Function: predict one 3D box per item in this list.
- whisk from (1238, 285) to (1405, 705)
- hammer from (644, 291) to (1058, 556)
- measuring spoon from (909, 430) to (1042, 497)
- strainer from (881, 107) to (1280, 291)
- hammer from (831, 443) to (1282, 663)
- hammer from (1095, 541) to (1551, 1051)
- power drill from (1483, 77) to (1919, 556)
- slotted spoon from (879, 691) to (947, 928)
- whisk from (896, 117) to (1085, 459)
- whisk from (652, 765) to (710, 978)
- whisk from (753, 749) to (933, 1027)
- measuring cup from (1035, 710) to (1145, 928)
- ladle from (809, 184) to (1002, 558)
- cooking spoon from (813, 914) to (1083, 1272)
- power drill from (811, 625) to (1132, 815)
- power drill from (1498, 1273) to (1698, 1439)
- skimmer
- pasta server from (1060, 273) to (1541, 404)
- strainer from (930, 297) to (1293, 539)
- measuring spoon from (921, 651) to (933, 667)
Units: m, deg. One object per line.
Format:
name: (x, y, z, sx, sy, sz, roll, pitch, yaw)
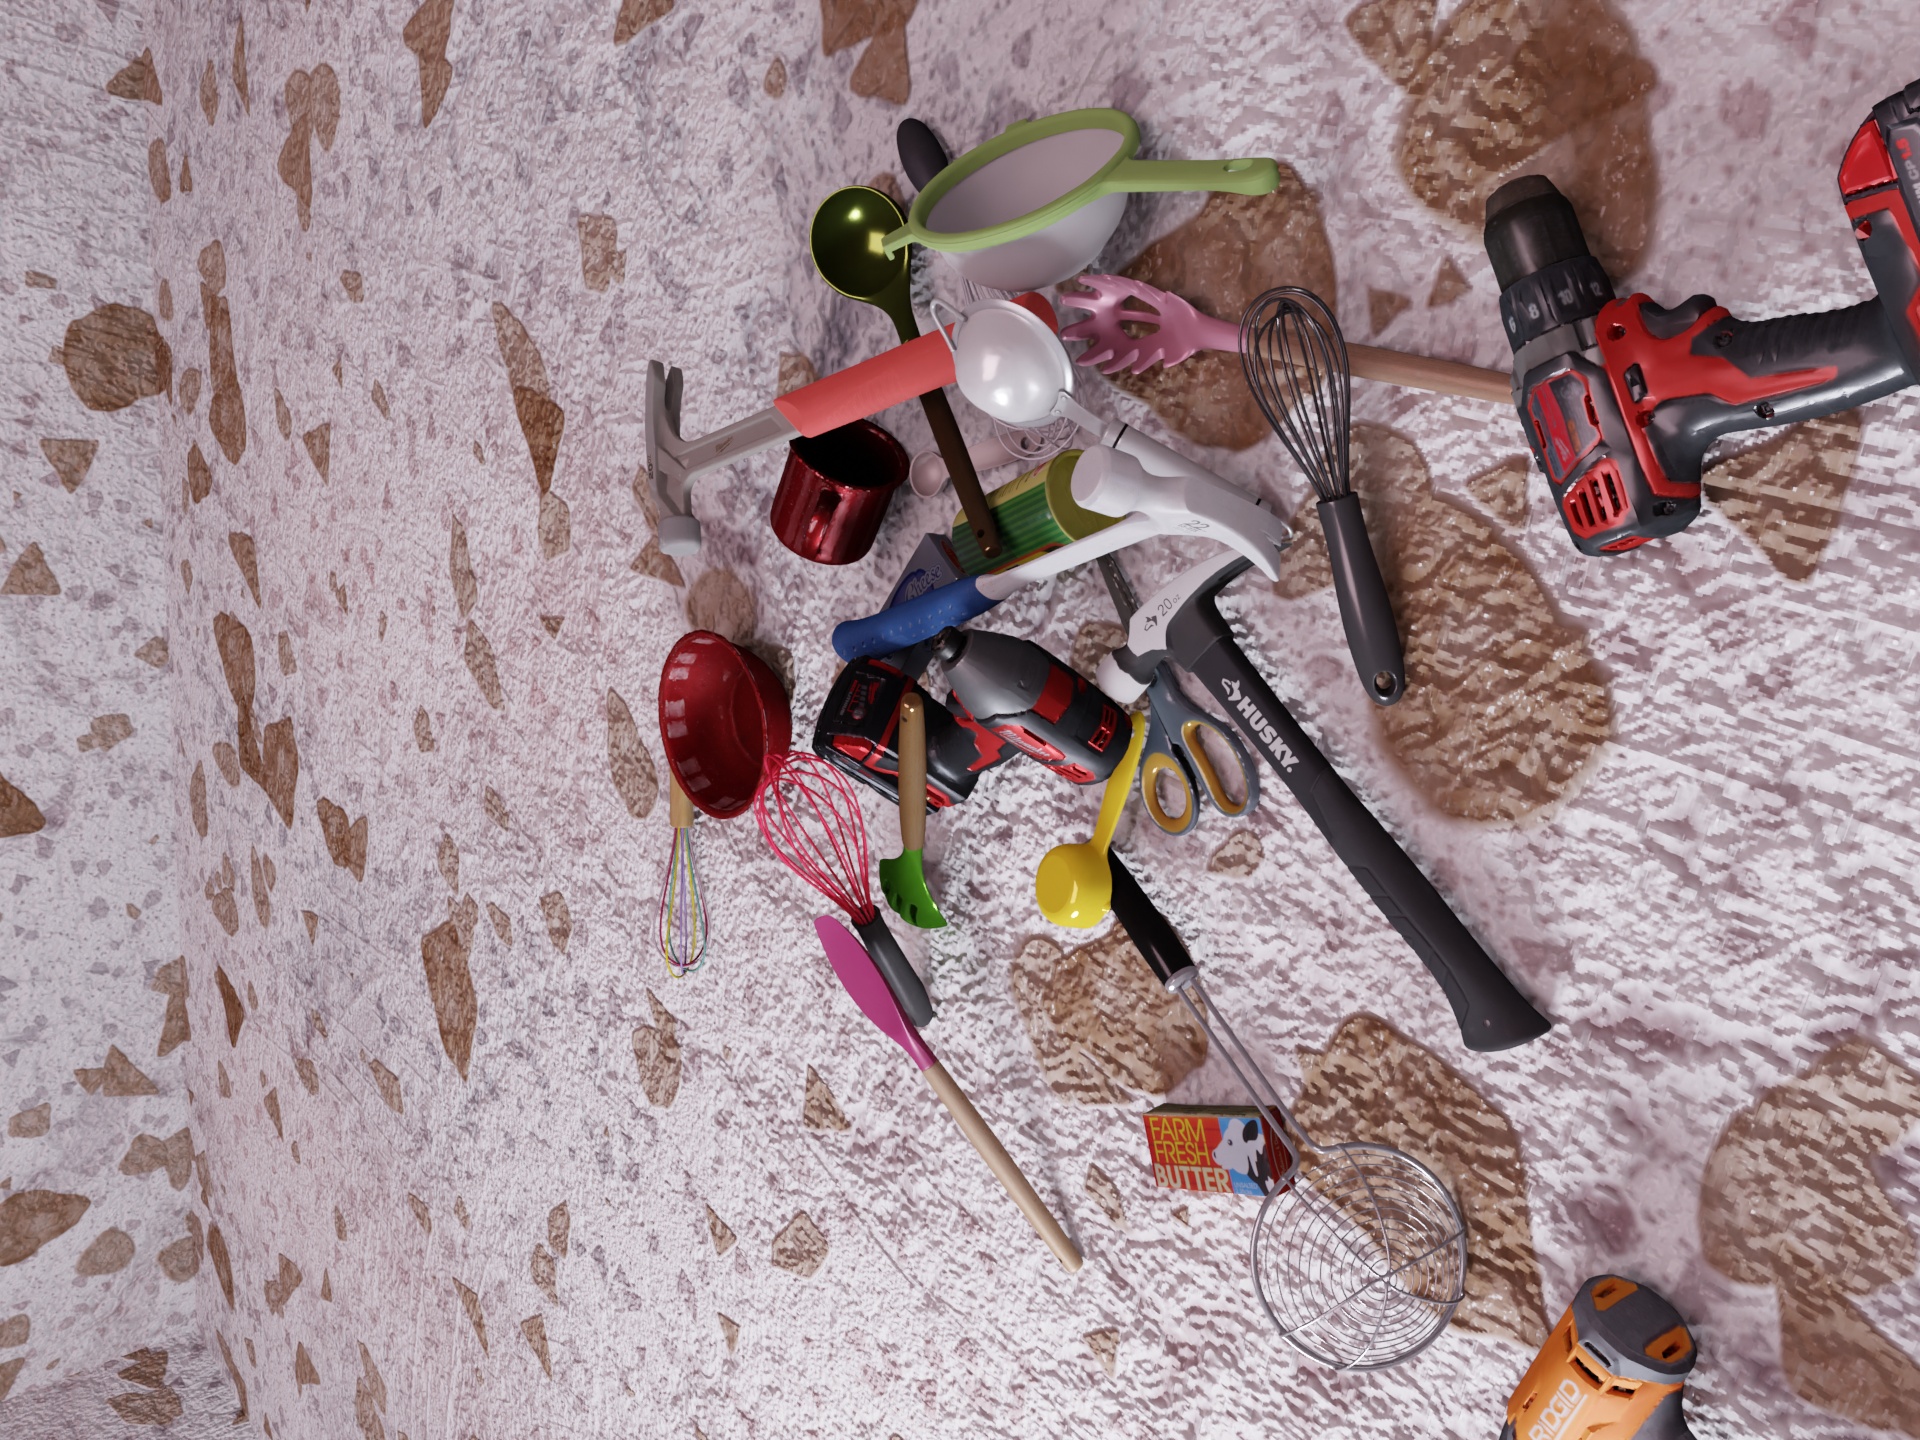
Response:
whisk: (0.203, -0.119, 0.871, 0.055, 0.055, 0.239, -6, 107, 49)
hammer: (-0.088, -0.225, 1.080, 0.359, 0.036, 0.149, -13, 77, 38)
measuring spoon: (0.013, -0.184, 1.121, 0.124, 0.018, 0.034, -9, 89, 42)
strainer: (0.086, -0.301, 0.951, 0.256, 0.151, 0.069, 16, 145, 42)
hammer: (0.032, -0.084, 1.002, 0.405, 0.144, 0.035, -16, 64, 58)
hammer: (0.217, 0.045, 0.913, 0.146, 0.035, 0.335, -50, 63, 32)
power drill: (0.342, -0.193, 0.703, 0.226, 0.080, 0.188, -25, 79, 51)
slotted spoon: (-0.035, 0.070, 1.102, 0.070, 0.031, 0.313, 40, 155, 21)
whisk: (0.011, -0.295, 1.067, 0.070, 0.070, 0.285, -44, 61, 44)
whisk: (-0.257, 0.119, 1.462, 0.051, 0.047, 0.245, 10, 102, 48)
whisk: (-0.077, 0.130, 1.165, 0.073, 0.073, 0.295, 23, 147, 44)
measuring cup: (0.086, 0.065, 1.039, 0.062, 0.029, 0.156, 42, 122, 52)
ladle: (-0.033, -0.240, 1.078, 0.078, 0.062, 0.320, -38, 56, 29)
cooking spoon: (-0.007, 0.270, 1.152, 0.319, 0.017, 0.069, 55, 150, -2)
power drill: (-0.002, -0.003, 1.060, 0.220, 0.143, 0.079, -14, 48, 56)
power drill: (0.372, 0.414, 0.793, 0.227, 0.084, 0.164, 43, 128, 39)
skimmer: (0.172, 0.221, 0.988, 0.364, 0.127, 0.090, 56, 172, 40)
pasta server: (0.183, -0.210, 0.903, 0.316, 0.040, 0.060, 25, 126, 42)
strainer: (0.083, -0.173, 0.942, 0.258, 0.050, 0.086, 30, 145, 4)
measuring spoon: (-0.028, -0.048, 1.197, 0.117, 0.011, 0.021, -52, 53, 37)
